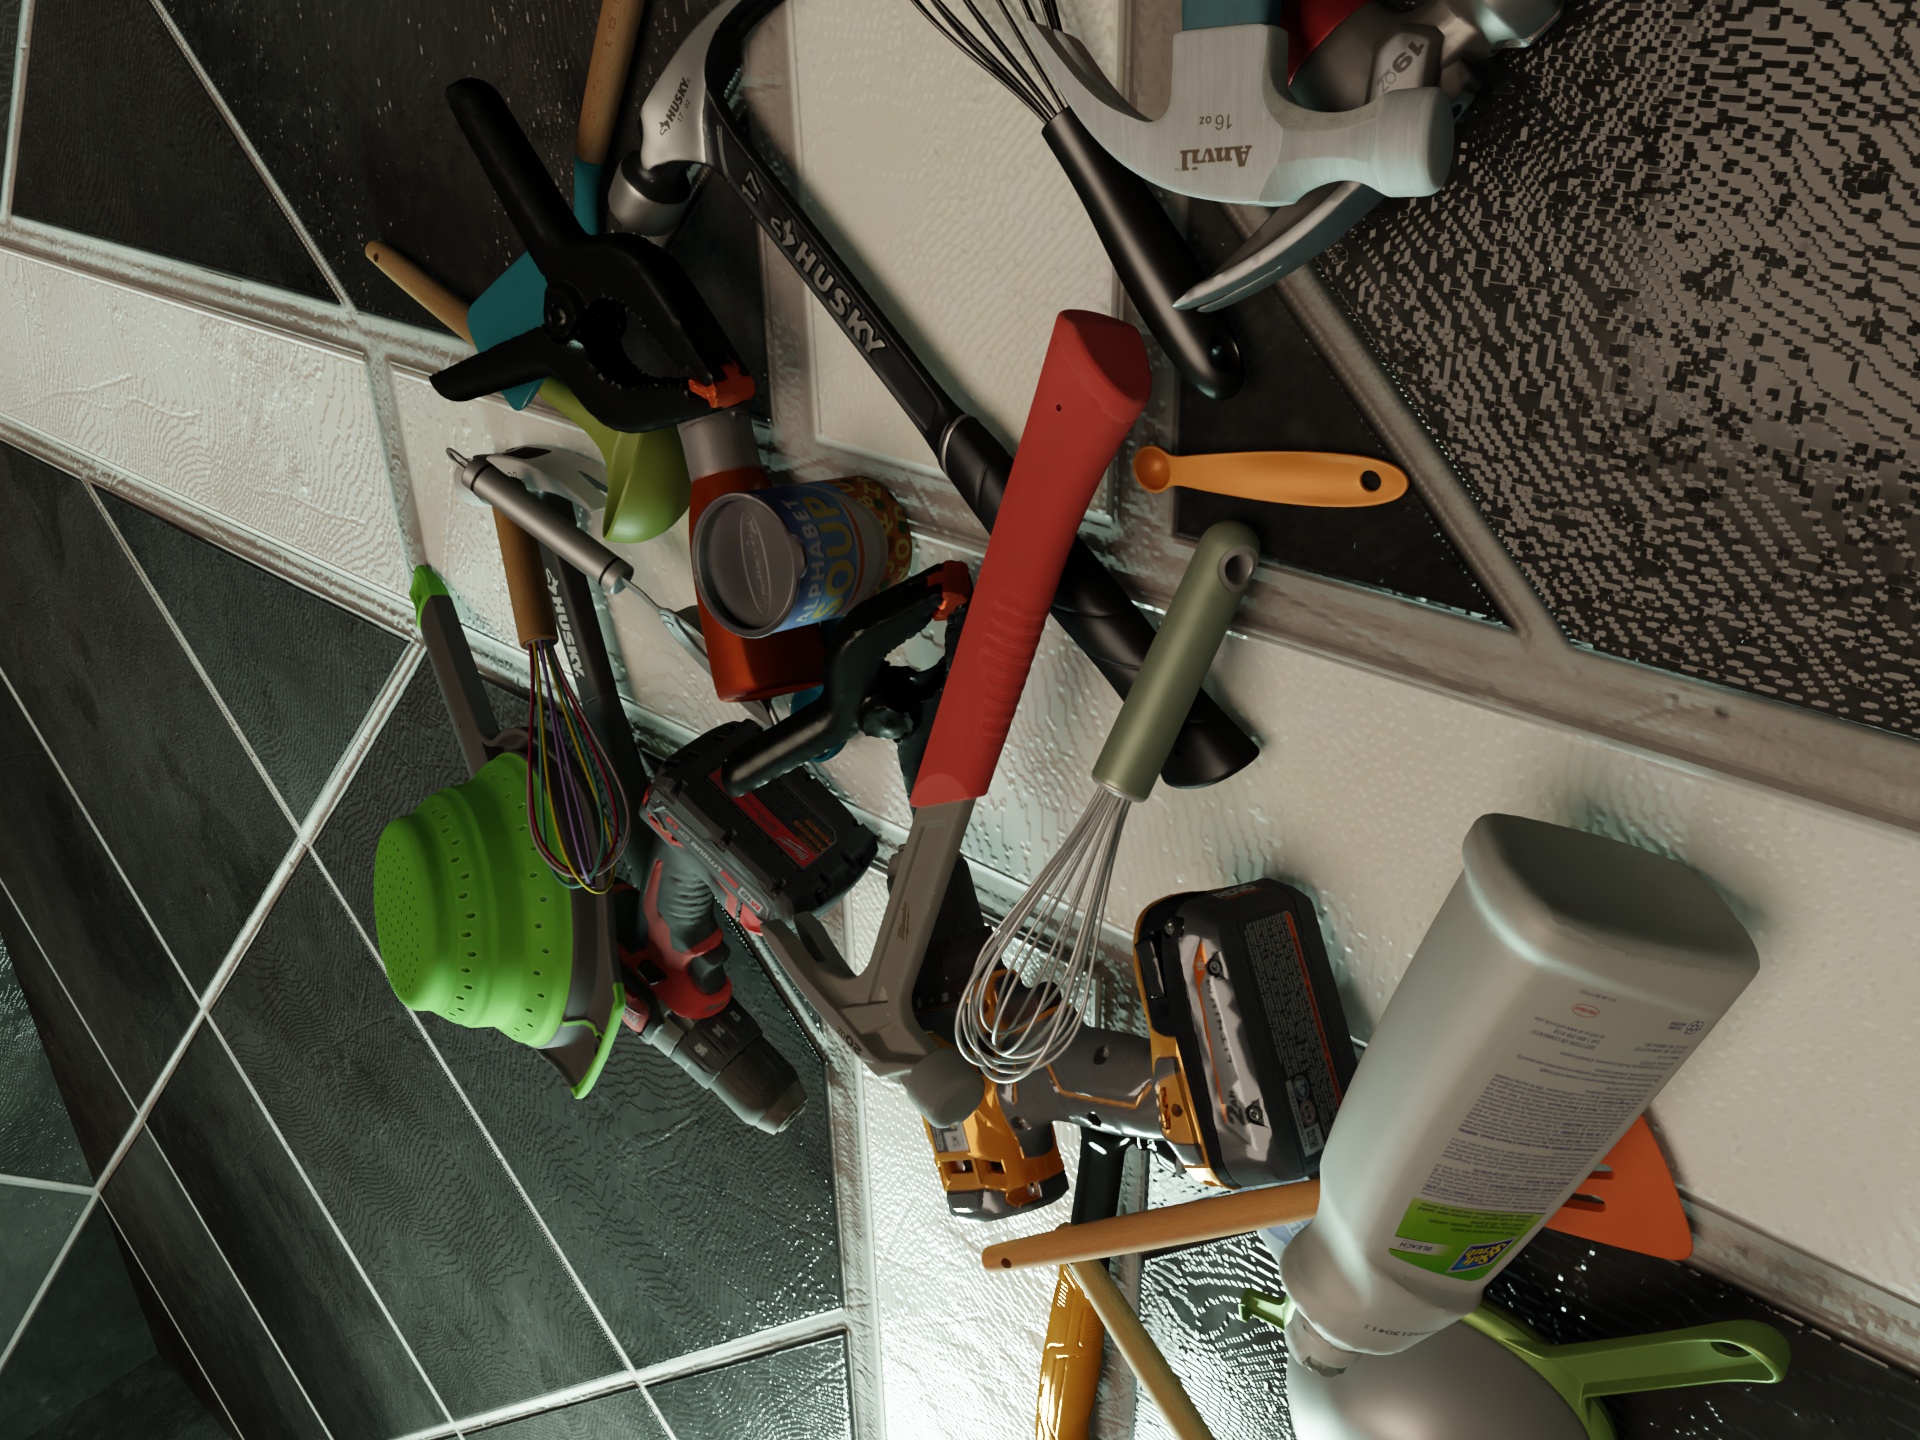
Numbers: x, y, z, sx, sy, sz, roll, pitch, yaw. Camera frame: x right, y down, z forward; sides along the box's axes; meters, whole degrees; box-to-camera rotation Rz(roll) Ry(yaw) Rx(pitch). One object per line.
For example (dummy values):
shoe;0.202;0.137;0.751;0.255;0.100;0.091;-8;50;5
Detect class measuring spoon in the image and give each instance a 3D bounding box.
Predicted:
measuring spoon;0.118;-0.095;0.610;0.117;0.011;0.021;10;119;37
measuring spoon;-0.060;-0.036;0.818;0.042;0.021;0.128;41;127;38

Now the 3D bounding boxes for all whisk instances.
whisk;0.039;-0.222;0.589;0.055;0.055;0.239;-29;94;49
whisk;-0.225;-0.021;0.873;0.051;0.047;0.245;-31;69;43
whisk;0.060;0.034;0.638;0.059;0.057;0.246;35;103;58

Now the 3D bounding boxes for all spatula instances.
spatula;-0.184;-0.296;0.771;0.082;0.044;0.317;57;140;27
spatula;0.142;0.215;0.693;0.322;0.041;0.081;-21;97;28

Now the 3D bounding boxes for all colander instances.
colander;-0.318;0.048;0.973;0.398;0.094;0.204;60;138;33

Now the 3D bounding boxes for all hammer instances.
hammer;-0.214;-0.003;0.973;0.146;0.035;0.334;6;116;44
hammer;-0.001;-0.002;0.682;0.149;0.036;0.359;41;126;38
hammer;-0.009;-0.138;0.693;0.409;0.036;0.149;52;137;9
hammer;0.081;-0.319;0.452;0.128;0.033;0.331;7;105;30
hammer;0.020;-0.321;0.535;0.143;0.038;0.386;-43;77;30
hammer;0.060;0.311;0.875;0.127;0.034;0.336;26;128;32

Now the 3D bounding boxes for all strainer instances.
strainer;-0.178;-0.075;0.856;0.258;0.050;0.086;36;166;7
strainer;0.220;0.288;0.645;0.151;0.069;0.256;44;144;0

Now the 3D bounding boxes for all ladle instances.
ladle;-0.255;-0.199;0.889;0.320;0.062;0.078;38;117;27
ladle;0.131;0.391;0.829;0.069;0.031;0.315;-23;101;44

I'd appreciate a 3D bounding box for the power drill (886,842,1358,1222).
power drill;0.055;0.128;0.724;0.226;0.084;0.185;-21;81;45

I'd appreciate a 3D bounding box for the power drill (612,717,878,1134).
power drill;-0.132;0.128;0.914;0.188;0.080;0.226;44;133;8
